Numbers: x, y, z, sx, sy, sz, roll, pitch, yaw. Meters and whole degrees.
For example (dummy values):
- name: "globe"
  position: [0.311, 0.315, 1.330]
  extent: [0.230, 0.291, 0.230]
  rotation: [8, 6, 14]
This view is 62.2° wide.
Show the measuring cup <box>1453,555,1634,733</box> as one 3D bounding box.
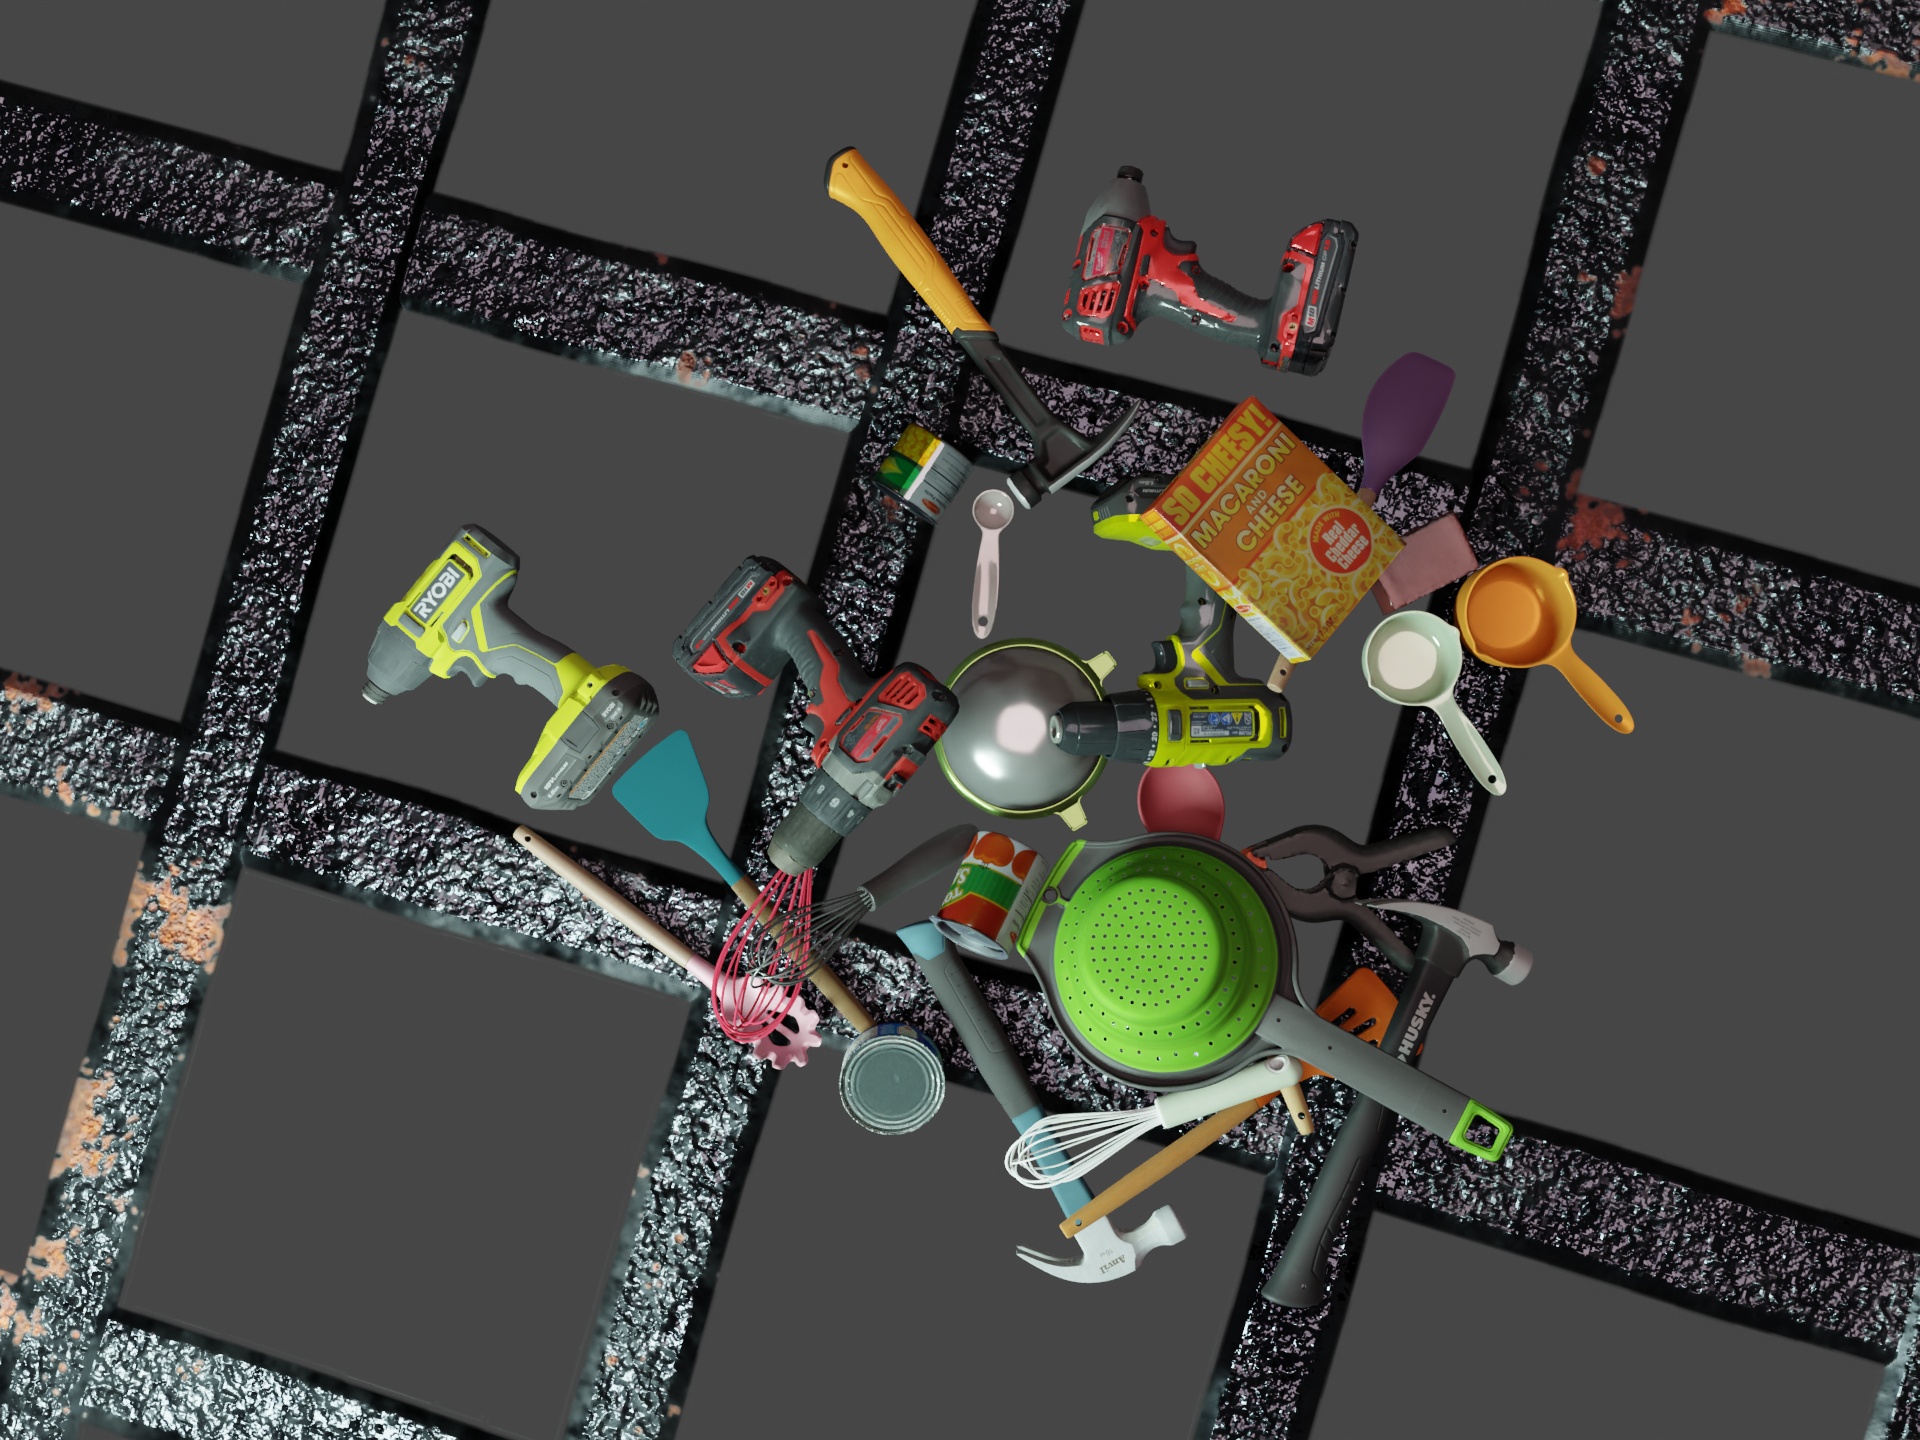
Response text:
- name: "measuring cup"
  position: [0.468, -0.055, 1.270]
  extent: [0.095, 0.052, 0.173]
  rotation: [-44, 92, 2]

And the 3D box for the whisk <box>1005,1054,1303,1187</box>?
- name: "whisk"
  position: [0.151, 0.311, 1.246]
  extent: [0.246, 0.058, 0.059]
  rotation: [-21, 122, 8]

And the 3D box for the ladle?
- name: "ladle"
  position: [0.219, 0.177, 1.274]
  extent: [0.069, 0.031, 0.315]
  rotation: [-22, 79, 9]

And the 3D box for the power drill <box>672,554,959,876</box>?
- name: "power drill"
  position: [-0.129, -0.005, 1.254]
  extent: [0.227, 0.080, 0.188]
  rotation: [41, 91, 31]

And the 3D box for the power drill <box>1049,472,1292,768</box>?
- name: "power drill"
  position: [0.163, -0.075, 1.261]
  extent: [0.190, 0.080, 0.228]
  rotation: [-1, 88, -14]

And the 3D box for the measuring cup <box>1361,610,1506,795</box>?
- name: "measuring cup"
  position: [0.386, -0.012, 1.281]
  extent: [0.083, 0.038, 0.167]
  rotation: [-33, 89, 3]

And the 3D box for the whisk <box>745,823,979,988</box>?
- name: "whisk"
  position: [-0.073, 0.143, 1.257]
  extent: [0.239, 0.055, 0.055]
  rotation: [-30, 86, -33]

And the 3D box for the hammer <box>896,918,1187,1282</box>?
- name: "hammer"
  position: [0.048, 0.306, 1.300]
  extent: [0.128, 0.033, 0.331]
  rotation: [-30, 86, 2]

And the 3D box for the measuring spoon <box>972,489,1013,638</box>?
- name: "measuring spoon"
  position: [0.023, -0.130, 1.326]
  extent: [0.034, 0.018, 0.124]
  rotation: [6, 96, 5]

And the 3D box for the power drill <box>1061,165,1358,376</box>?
- name: "power drill"
  position: [0.201, -0.364, 1.288]
  extent: [0.219, 0.078, 0.143]
  rotation: [13, 89, 8]

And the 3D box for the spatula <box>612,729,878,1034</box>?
- name: "spatula"
  position: [-0.165, 0.150, 1.328]
  extent: [0.082, 0.044, 0.317]
  rotation: [-41, 90, 2]

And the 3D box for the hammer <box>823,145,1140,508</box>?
- name: "hammer"
  position: [0.005, -0.344, 1.321]
  extent: [0.127, 0.034, 0.337]
  rotation: [-38, 86, 3]

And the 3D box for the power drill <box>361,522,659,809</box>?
- name: "power drill"
  position: [-0.379, -0.032, 1.325]
  extent: [0.223, 0.080, 0.171]
  rotation: [39, 91, 8]

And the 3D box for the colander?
- name: "colander"
  position: [0.219, 0.213, 1.185]
  extent: [0.397, 0.094, 0.204]
  rotation: [27, 85, 21]

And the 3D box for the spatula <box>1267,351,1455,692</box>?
- name: "spatula"
  position: [0.313, -0.162, 1.271]
  extent: [0.060, 0.018, 0.316]
  rotation: [26, 77, 6]

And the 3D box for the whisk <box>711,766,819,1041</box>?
- name: "whisk"
  position: [-0.130, 0.116, 1.278]
  extent: [0.073, 0.073, 0.296]
  rotation: [20, 86, 5]

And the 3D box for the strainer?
- name: "strainer"
  position: [-0.002, -0.004, 1.294]
  extent: [0.256, 0.069, 0.151]
  rotation: [11, 89, 3]

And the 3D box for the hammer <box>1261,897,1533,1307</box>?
- name: "hammer"
  position: [0.315, 0.295, 1.231]
  extent: [0.146, 0.035, 0.335]
  rotation: [29, 82, -11]

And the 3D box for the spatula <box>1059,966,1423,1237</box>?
- name: "spatula"
  position: [0.216, 0.316, 1.268]
  extent: [0.322, 0.041, 0.081]
  rotation: [-33, 80, -7]

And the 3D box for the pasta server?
- name: "pasta server"
  position: [-0.247, 0.183, 1.325]
  extent: [0.316, 0.040, 0.060]
  rotation: [36, 78, 6]
